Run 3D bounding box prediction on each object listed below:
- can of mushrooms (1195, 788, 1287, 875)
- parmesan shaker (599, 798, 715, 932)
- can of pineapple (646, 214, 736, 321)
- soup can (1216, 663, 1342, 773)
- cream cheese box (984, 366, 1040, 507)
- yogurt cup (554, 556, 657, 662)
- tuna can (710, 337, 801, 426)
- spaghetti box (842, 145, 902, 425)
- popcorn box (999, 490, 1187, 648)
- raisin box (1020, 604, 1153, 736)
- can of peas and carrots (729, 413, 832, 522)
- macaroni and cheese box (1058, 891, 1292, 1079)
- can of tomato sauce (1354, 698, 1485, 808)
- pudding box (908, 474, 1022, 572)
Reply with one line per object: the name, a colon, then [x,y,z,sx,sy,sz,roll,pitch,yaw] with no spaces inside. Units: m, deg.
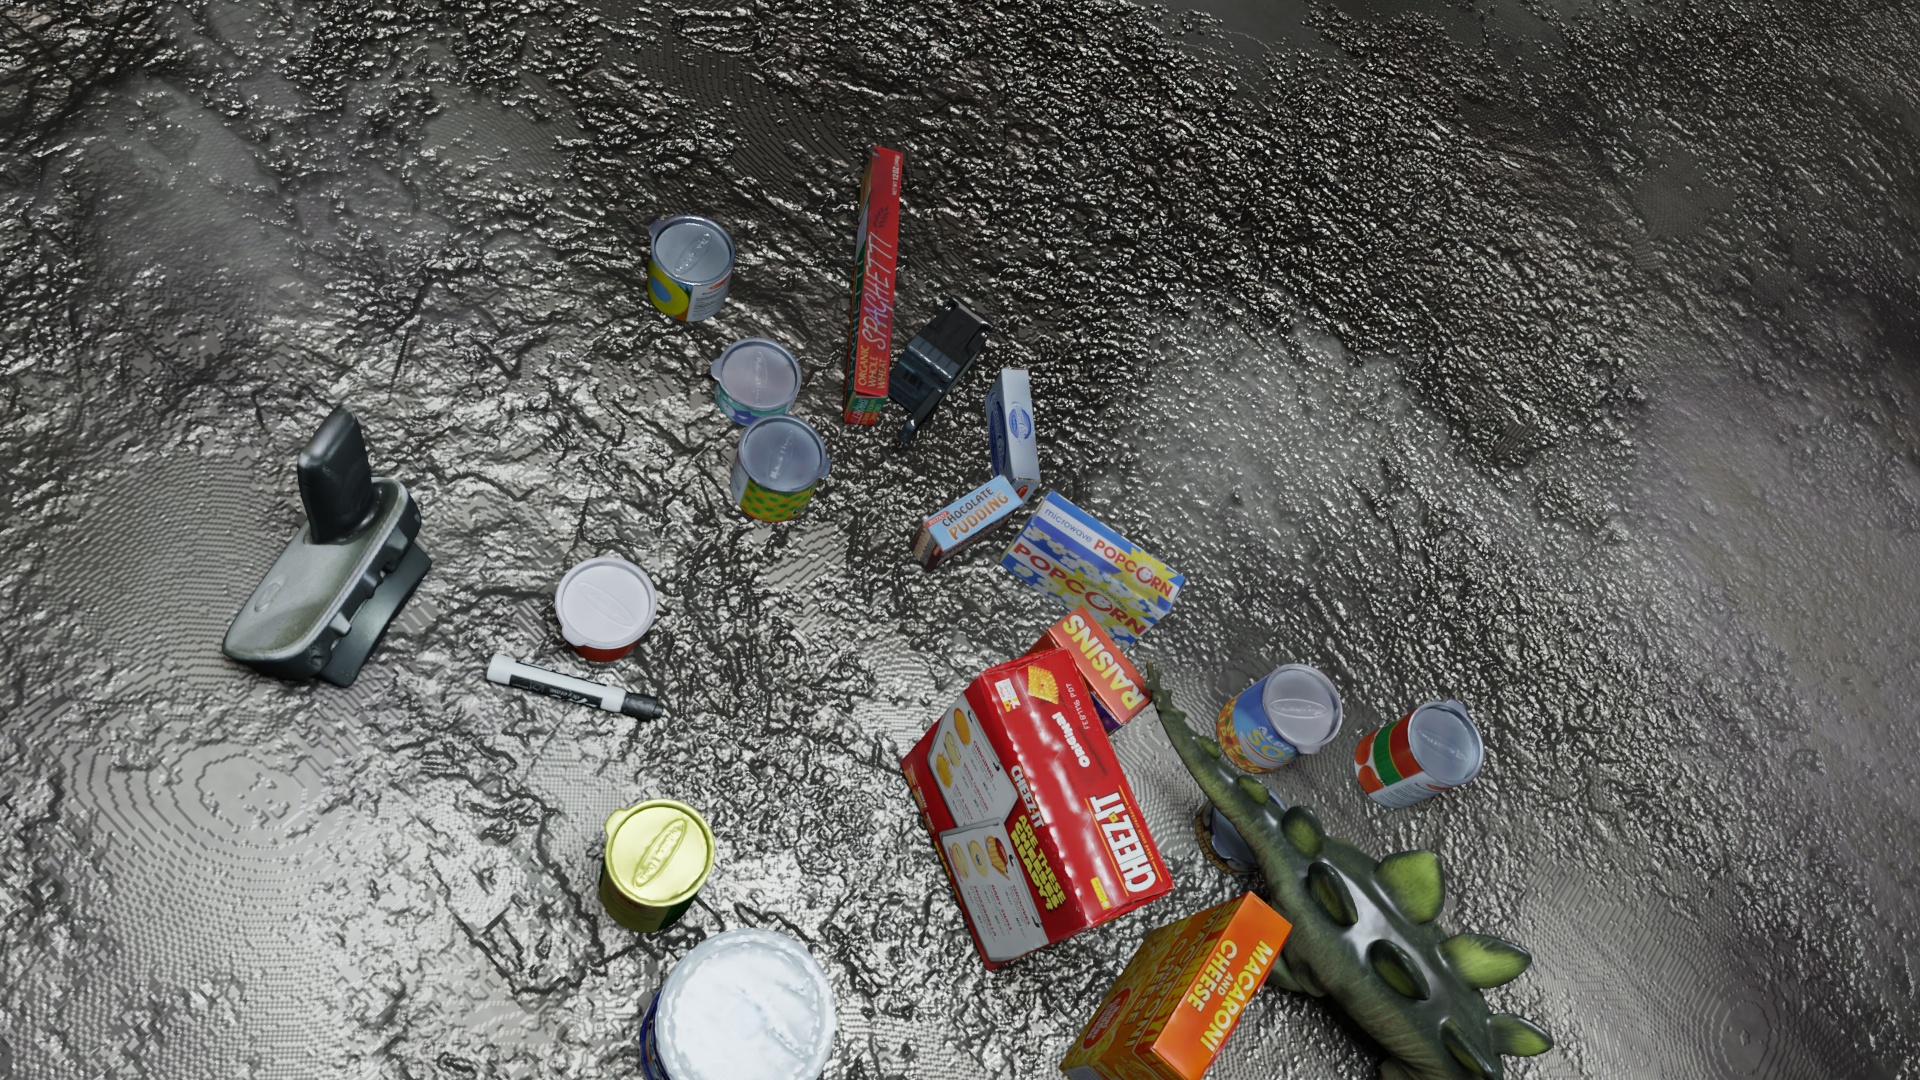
can of mushrooms: [0.213,0.220,1.055,0.071,0.033,0.071,7,64,-14]
parmesan shaker: [-0.199,0.208,0.892,0.071,0.102,0.071,7,65,-14]
can of pineapple: [-0.217,-0.218,1.111,0.071,0.057,0.071,7,64,-14]
soup can: [0.245,0.142,1.073,0.071,0.083,0.071,7,64,-14]
cream cheese box: [0.042,-0.083,1.131,0.024,0.053,0.104,2,66,-16]
yogurt cup: [-0.250,0.052,0.977,0.072,0.053,0.072,7,64,-14]
tuna can: [-0.163,-0.125,1.098,0.071,0.032,0.071,7,64,-14]
spaghetti box: [-0.073,-0.214,1.158,0.029,0.050,0.251,8,64,-14]
popcorn box: [0.101,0.024,1.082,0.127,0.085,0.038,33,61,0]
raisin box: [0.082,0.109,1.015,0.040,0.123,0.086,-33,79,-27]
can of peas and carrots: [-0.137,-0.054,1.059,0.071,0.058,0.071,7,64,-14]
macaroni and cheese box: [0.140,0.304,0.917,0.040,0.165,0.124,40,61,3]
can of tomato sauce: [0.361,0.169,1.097,0.071,0.082,0.071,7,64,-14]
pudding box: [0.004,-0.014,1.089,0.084,0.049,0.030,-31,78,-27]
